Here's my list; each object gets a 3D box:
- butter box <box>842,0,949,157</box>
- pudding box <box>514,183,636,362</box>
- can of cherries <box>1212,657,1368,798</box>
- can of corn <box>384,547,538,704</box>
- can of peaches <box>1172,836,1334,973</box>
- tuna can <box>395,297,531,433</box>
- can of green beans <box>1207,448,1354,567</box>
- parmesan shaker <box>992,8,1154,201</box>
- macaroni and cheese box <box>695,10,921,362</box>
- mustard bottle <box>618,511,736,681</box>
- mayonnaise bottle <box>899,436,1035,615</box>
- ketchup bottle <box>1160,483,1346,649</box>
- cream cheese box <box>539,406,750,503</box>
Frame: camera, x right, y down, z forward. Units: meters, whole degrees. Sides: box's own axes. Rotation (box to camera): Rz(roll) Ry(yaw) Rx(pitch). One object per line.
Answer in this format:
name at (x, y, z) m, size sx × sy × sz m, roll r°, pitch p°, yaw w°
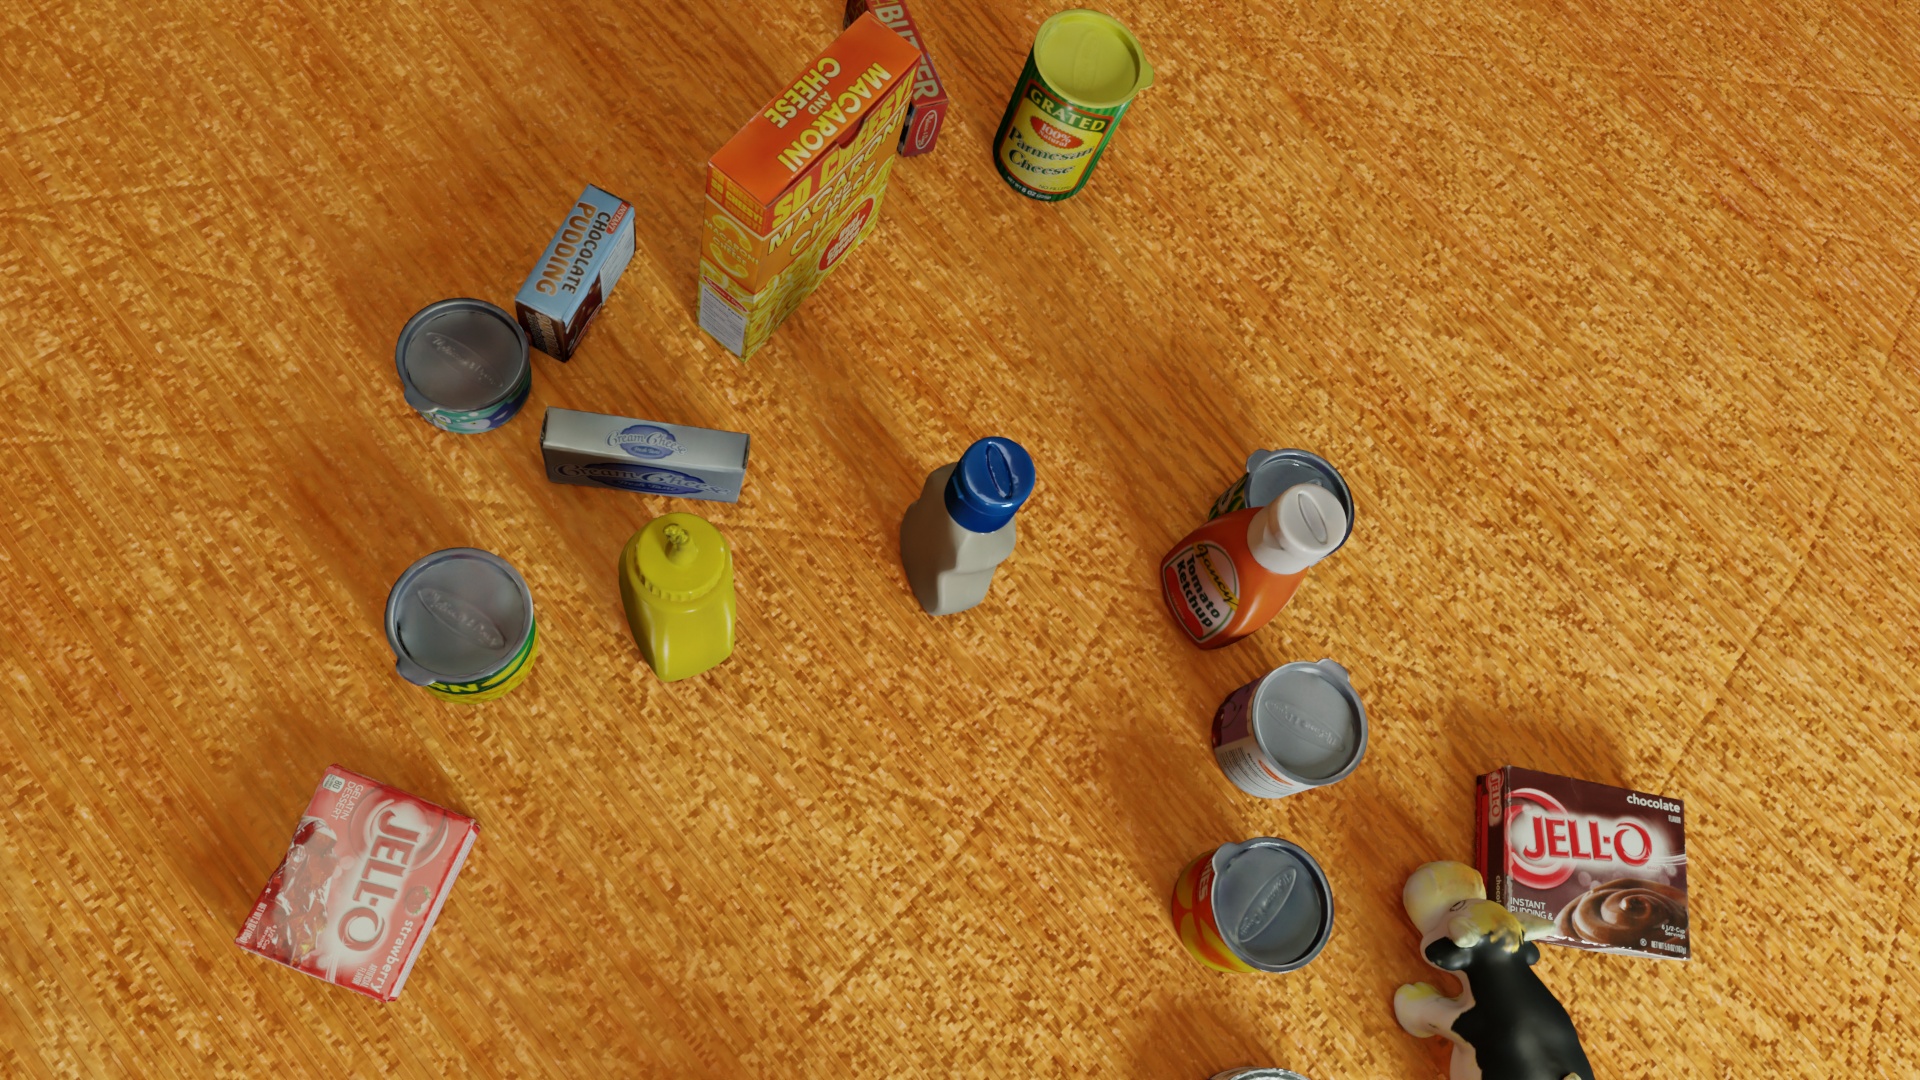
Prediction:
butter box at (-0.040, -0.291, 0.843) m, size 0.024 × 0.053 × 0.103 m, roll -18°, pitch 77°, yaw -18°
pudding box at (-0.208, -0.145, 0.756) m, size 0.030 × 0.049 × 0.084 m, roll 25°, pitch 68°, yaw -4°
can of cherries at (0.179, 0.102, 0.756) m, size 0.071 × 0.058 × 0.071 m, roll 4°, pitch 71°, yaw -12°
can of corn at (-0.243, 0.045, 0.678) m, size 0.071 × 0.058 × 0.071 m, roll 4°, pitch 71°, yaw -12°
can of peaches at (0.148, 0.188, 0.719) m, size 0.071 × 0.058 × 0.071 m, roll 4°, pitch 71°, yaw -12°
tuna can at (-0.263, -0.090, 0.733) m, size 0.071 × 0.032 × 0.071 m, roll 4°, pitch 71°, yaw -12°
can of green beans at (0.182, -0.012, 0.796) m, size 0.071 × 0.057 × 0.071 m, roll 4°, pitch 71°, yaw -12°
parmesan shaker at (0.065, -0.255, 0.828) m, size 0.071 × 0.102 × 0.071 m, roll 4°, pitch 71°, yaw -12°
macaroni and cheese box at (-0.083, -0.180, 0.734) m, size 0.040 × 0.166 × 0.124 m, roll 38°, pitch 68°, yaw 2°
mustard bottle at (-0.133, 0.022, 0.656) m, size 0.049 × 0.159 × 0.065 m, roll -22°, pitch 78°, yaw -19°
mayonnaise bottle at (0.003, -0.009, 0.705) m, size 0.041 × 0.147 × 0.065 m, roll -13°, pitch 75°, yaw -17°
ketchup bottle at (0.154, 0.011, 0.732) m, size 0.044 × 0.148 × 0.065 m, roll -19°, pitch 77°, yaw -18°
cream cheese box at (-0.165, -0.043, 0.729) m, size 0.104 × 0.053 × 0.024 m, roll 7°, pitch 70°, yaw -11°
